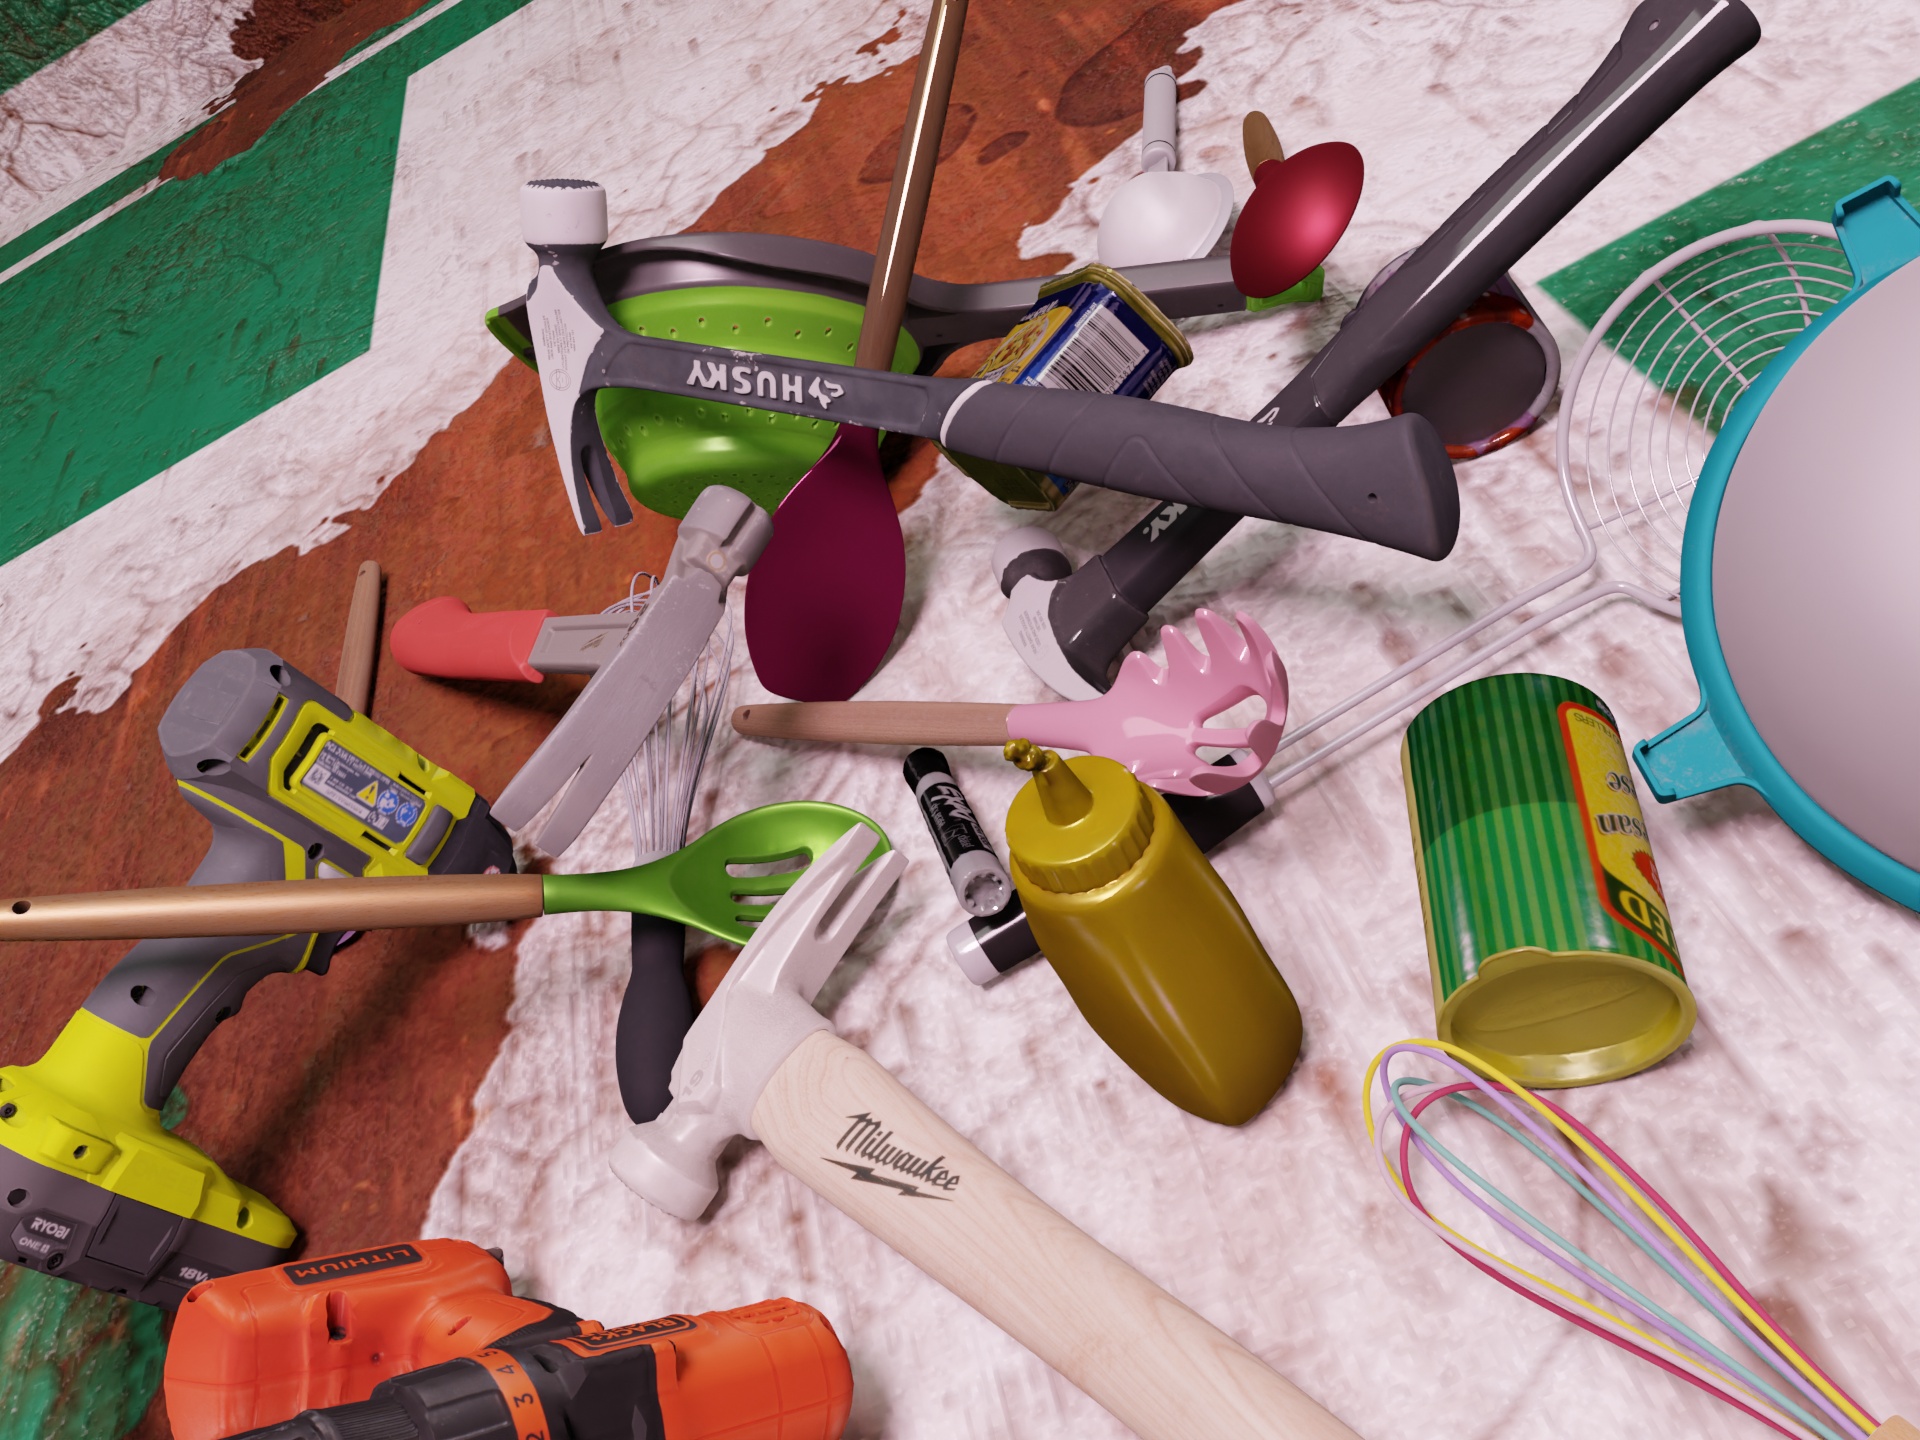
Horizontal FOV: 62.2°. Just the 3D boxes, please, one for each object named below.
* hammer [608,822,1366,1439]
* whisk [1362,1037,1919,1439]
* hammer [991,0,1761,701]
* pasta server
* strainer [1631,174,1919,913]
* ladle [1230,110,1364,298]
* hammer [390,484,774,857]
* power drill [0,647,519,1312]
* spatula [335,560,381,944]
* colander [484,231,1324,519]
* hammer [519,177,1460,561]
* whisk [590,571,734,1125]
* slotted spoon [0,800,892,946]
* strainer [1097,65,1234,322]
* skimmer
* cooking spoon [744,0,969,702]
[{"bbox_3d":[0.054,0.163,0.427,0.411,0.038,0.146,26,79,44],"label":"hammer"},{"bbox_3d":[0.187,0.154,0.366,0.245,0.051,0.047,37,97,44],"label":"whisk"},{"bbox_3d":[0.145,-0.127,0.584,0.334,0.035,0.146,-44,34,19],"label":"hammer"},{"bbox_3d":[-0.001,-0.002,0.594,0.316,0.040,0.060,1,68,49],"label":"pasta server"},{"bbox_3d":[0.341,-0.031,0.356,0.340,0.095,0.211,20,86,31],"label":"strainer"},{"bbox_3d":[0.144,-0.257,0.736,0.069,0.031,0.316,-47,13,26],"label":"ladle"},{"bbox_3d":[-0.205,-0.026,0.717,0.359,0.036,0.149,4,58,58],"label":"hammer"},{"bbox_3d":[-0.275,0.107,0.625,0.080,0.171,0.223,12,66,38],"label":"power drill"},{"bbox_3d":[-0.334,0.009,0.861,0.060,0.018,0.316,-27,42,10],"label":"spatula"},{"bbox_3d":[-0.026,-0.157,0.763,0.397,0.204,0.094,-4,81,10],"label":"colander"},{"bbox_3d":[-0.015,-0.113,0.601,0.409,0.149,0.036,16,27,30],"label":"hammer"},{"bbox_3d":[-0.125,0.041,0.666,0.070,0.070,0.285,-22,47,14],"label":"whisk"},{"bbox_3d":[-0.179,0.064,0.579,0.313,0.031,0.070,-1,46,-17],"label":"slotted spoon"},{"bbox_3d":[0.105,-0.302,0.865,0.087,0.050,0.259,-27,35,30],"label":"strainer"},{"bbox_3d":[0.143,-0.025,0.524,0.363,0.090,0.127,-32,59,4],"label":"skimmer"},{"bbox_3d":[-0.035,-0.163,0.686,0.017,0.068,0.319,-135,57,-78],"label":"cooking spoon"}]
